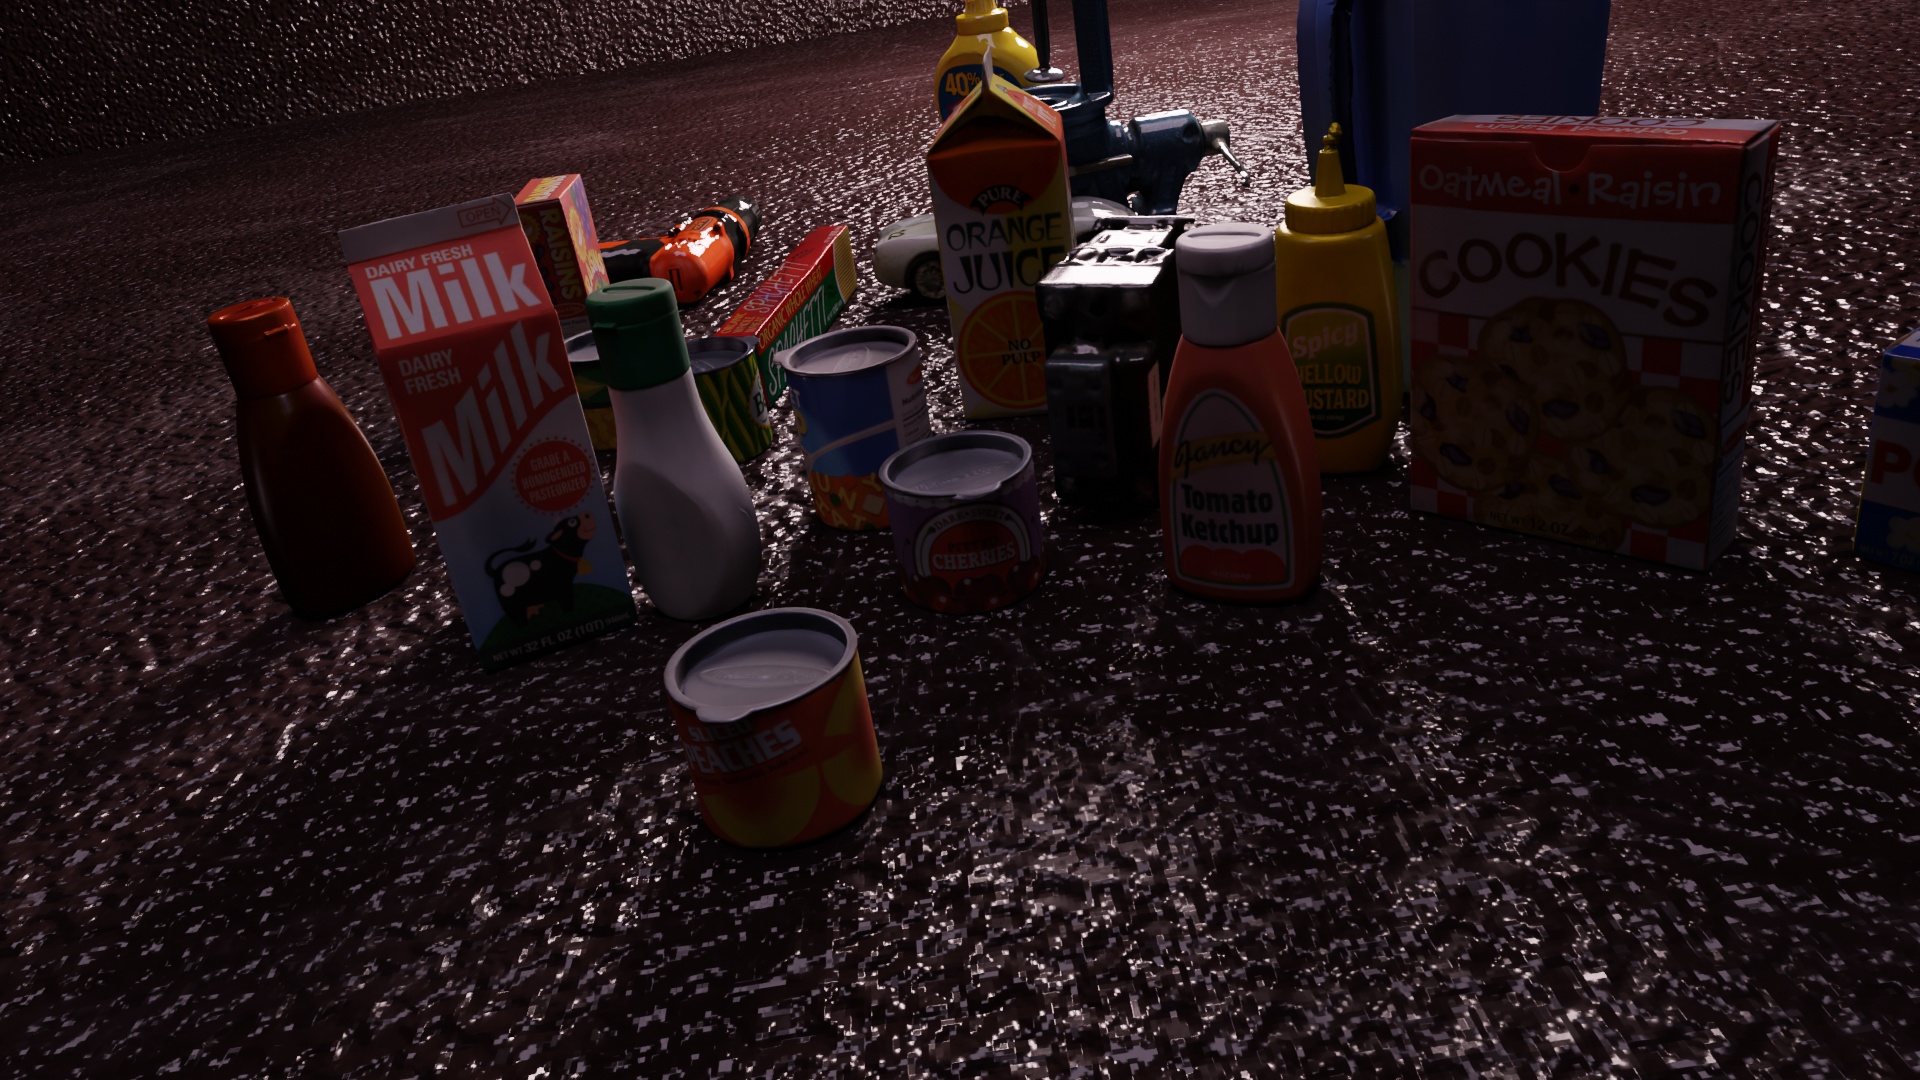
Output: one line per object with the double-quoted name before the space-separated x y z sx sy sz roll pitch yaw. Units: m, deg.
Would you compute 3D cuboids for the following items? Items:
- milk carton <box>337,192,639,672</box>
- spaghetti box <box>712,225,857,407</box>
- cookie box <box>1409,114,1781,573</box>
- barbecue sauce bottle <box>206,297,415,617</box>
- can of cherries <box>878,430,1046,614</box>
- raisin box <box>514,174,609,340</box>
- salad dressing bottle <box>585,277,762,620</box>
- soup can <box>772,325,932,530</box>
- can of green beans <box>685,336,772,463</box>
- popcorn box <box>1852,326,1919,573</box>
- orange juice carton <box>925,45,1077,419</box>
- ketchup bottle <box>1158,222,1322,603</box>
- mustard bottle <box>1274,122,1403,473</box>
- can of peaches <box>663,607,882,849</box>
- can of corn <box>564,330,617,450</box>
"milk carton" -0.202 -0.049 0.600 0.072 0.189 0.073 -19 28 -20
"spaghetti box" -0.113 -0.157 0.944 0.029 0.050 0.251 -3 27 12
"cookie box" 0.243 -0.080 0.549 0.123 0.166 0.040 17 36 41
"barbecue sauce bottle" -0.314 -0.041 0.666 0.043 0.147 0.065 11 32 35
"can of cherries" 0.002 -0.008 0.602 0.071 0.058 0.072 -7 26 4
"raisin box" -0.274 -0.185 0.968 0.040 0.122 0.086 -9 26 0
"salad dressing bottle" -0.126 -0.038 0.604 0.064 0.147 0.044 6 30 28
"soup can" -0.050 -0.056 0.686 0.071 0.083 0.071 -7 26 4
"can of green beans" -0.144 -0.078 0.788 0.071 0.057 0.071 -7 26 4
"popcorn box" 0.386 -0.020 0.477 0.038 0.084 0.127 -25 31 -30
"orange juice carton" 0.027 -0.170 0.766 0.073 0.191 0.072 -5 26 8
"ketchup bottle" 0.109 -0.049 0.549 0.065 0.148 0.044 5 29 26
"mustard bottle" 0.169 -0.110 0.638 0.065 0.159 0.049 0 28 18
"can of peaches" -0.064 0.065 0.479 0.071 0.057 0.071 -7 26 4
"can of corn" -0.209 -0.093 0.838 0.071 0.058 0.071 -7 26 4
